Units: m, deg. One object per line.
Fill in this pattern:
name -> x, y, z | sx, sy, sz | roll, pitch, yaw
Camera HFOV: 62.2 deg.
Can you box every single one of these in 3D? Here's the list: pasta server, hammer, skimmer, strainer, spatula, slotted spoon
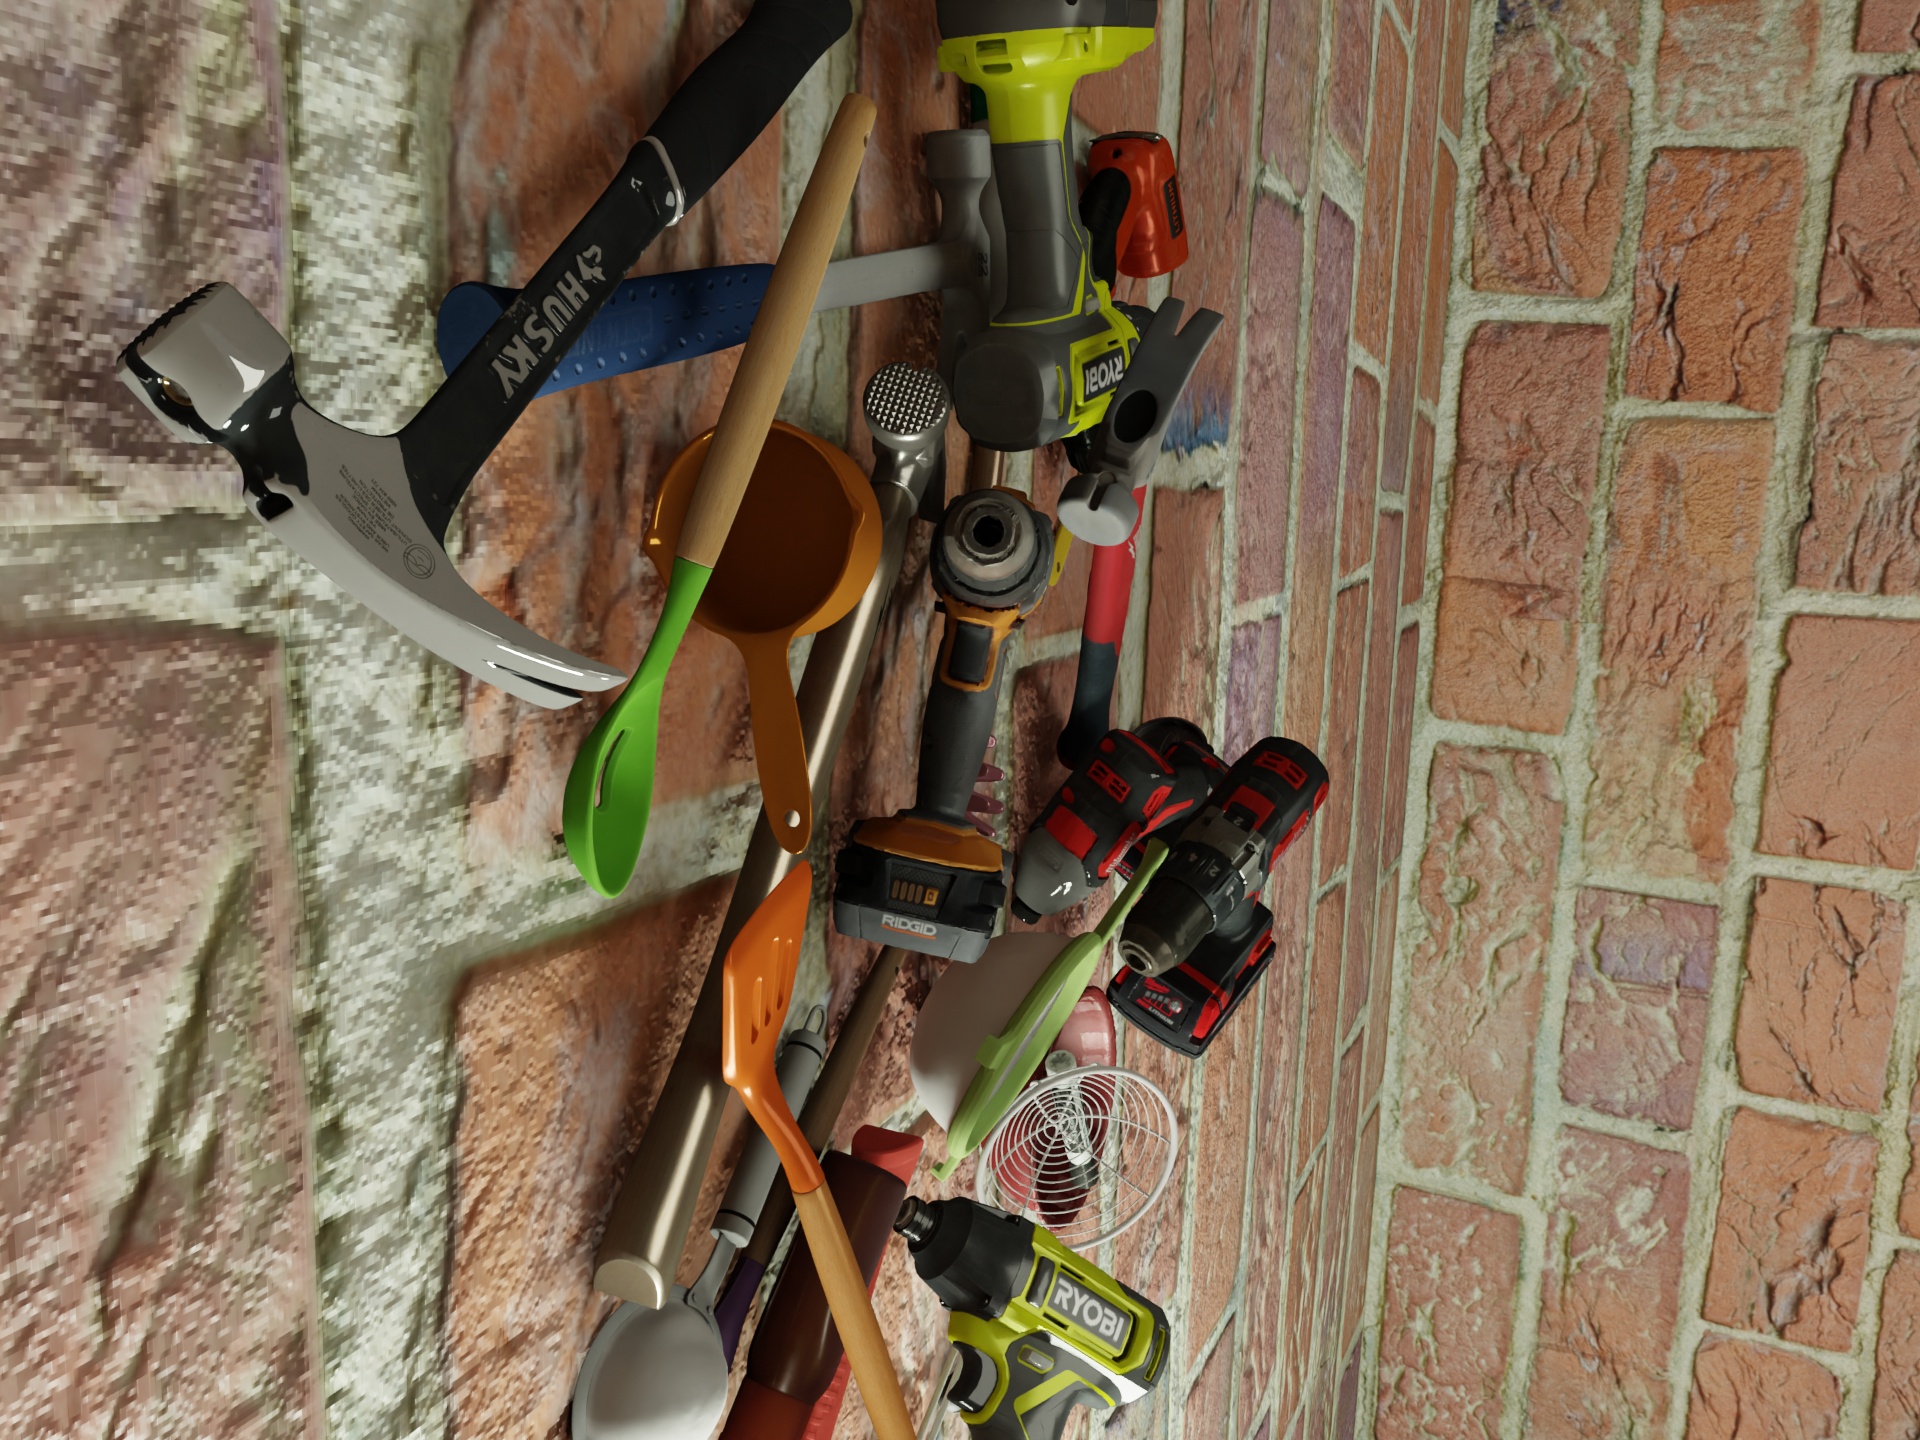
pasta server -> 0.017, -0.092, 0.921 | 0.060, 0.040, 0.316 | 24, 72, -78
hammer -> 0.092, -0.078, 0.943 | 0.386, 0.038, 0.143 | 89, 25, -65
hammer -> -0.108, -0.174, 0.550 | 0.149, 0.036, 0.409 | 51, 38, -29
hammer -> -0.078, 0.050, 0.716 | 0.146, 0.038, 0.411 | 92, 15, -76
skimmer -> 0.018, 0.355, 0.873 | 0.127, 0.090, 0.363 | 50, 49, -27
strainer -> 0.043, 0.142, 0.954 | 0.256, 0.069, 0.151 | -48, 162, -39
hammer -> -0.074, -0.180, 0.692 | 0.405, 0.035, 0.144 | -38, 130, -59
strainer -> -0.106, 0.237, 0.721 | 0.086, 0.050, 0.259 | 56, 40, -36
spatula -> -0.050, 0.218, 0.680 | 0.081, 0.041, 0.322 | -51, 128, -62
slotted spoon -> -0.091, -0.084, 0.599 | 0.070, 0.031, 0.314 | -9, 119, -83
spatula -> -0.090, 0.243, 0.780 | 0.059, 0.018, 0.316 | 73, 33, -48
hammer -> -0.082, 0.389, 0.813 | 0.149, 0.037, 0.359 | 56, 46, -56

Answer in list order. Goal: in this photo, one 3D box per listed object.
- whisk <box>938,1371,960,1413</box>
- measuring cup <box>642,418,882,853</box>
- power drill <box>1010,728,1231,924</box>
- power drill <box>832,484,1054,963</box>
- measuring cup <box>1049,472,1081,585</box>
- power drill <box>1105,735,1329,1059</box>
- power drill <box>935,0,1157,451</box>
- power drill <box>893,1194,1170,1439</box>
whisk -> 0.043, 0.451, 1.105 | 0.238, 0.055, 0.055 | 25, 73, -62
measuring cup -> -0.070, -0.035, 0.650 | 0.052, 0.095, 0.173 | -14, 97, -73
power drill -> 0.117, 0.078, 1.108 | 0.143, 0.079, 0.219 | -55, 157, 14
power drill -> -0.001, -0.002, 0.771 | 0.185, 0.084, 0.226 | 34, 69, -88
measuring cup -> 0.091, -0.150, 1.084 | 0.062, 0.029, 0.157 | 68, 34, -47
power drill -> 0.156, 0.133, 1.040 | 0.188, 0.080, 0.226 | -45, 157, -31
power drill -> 0.057, -0.266, 0.823 | 0.190, 0.080, 0.228 | -36, 127, -54
power drill -> 0.002, 0.364, 0.798 | 0.171, 0.080, 0.223 | 38, 57, -19
